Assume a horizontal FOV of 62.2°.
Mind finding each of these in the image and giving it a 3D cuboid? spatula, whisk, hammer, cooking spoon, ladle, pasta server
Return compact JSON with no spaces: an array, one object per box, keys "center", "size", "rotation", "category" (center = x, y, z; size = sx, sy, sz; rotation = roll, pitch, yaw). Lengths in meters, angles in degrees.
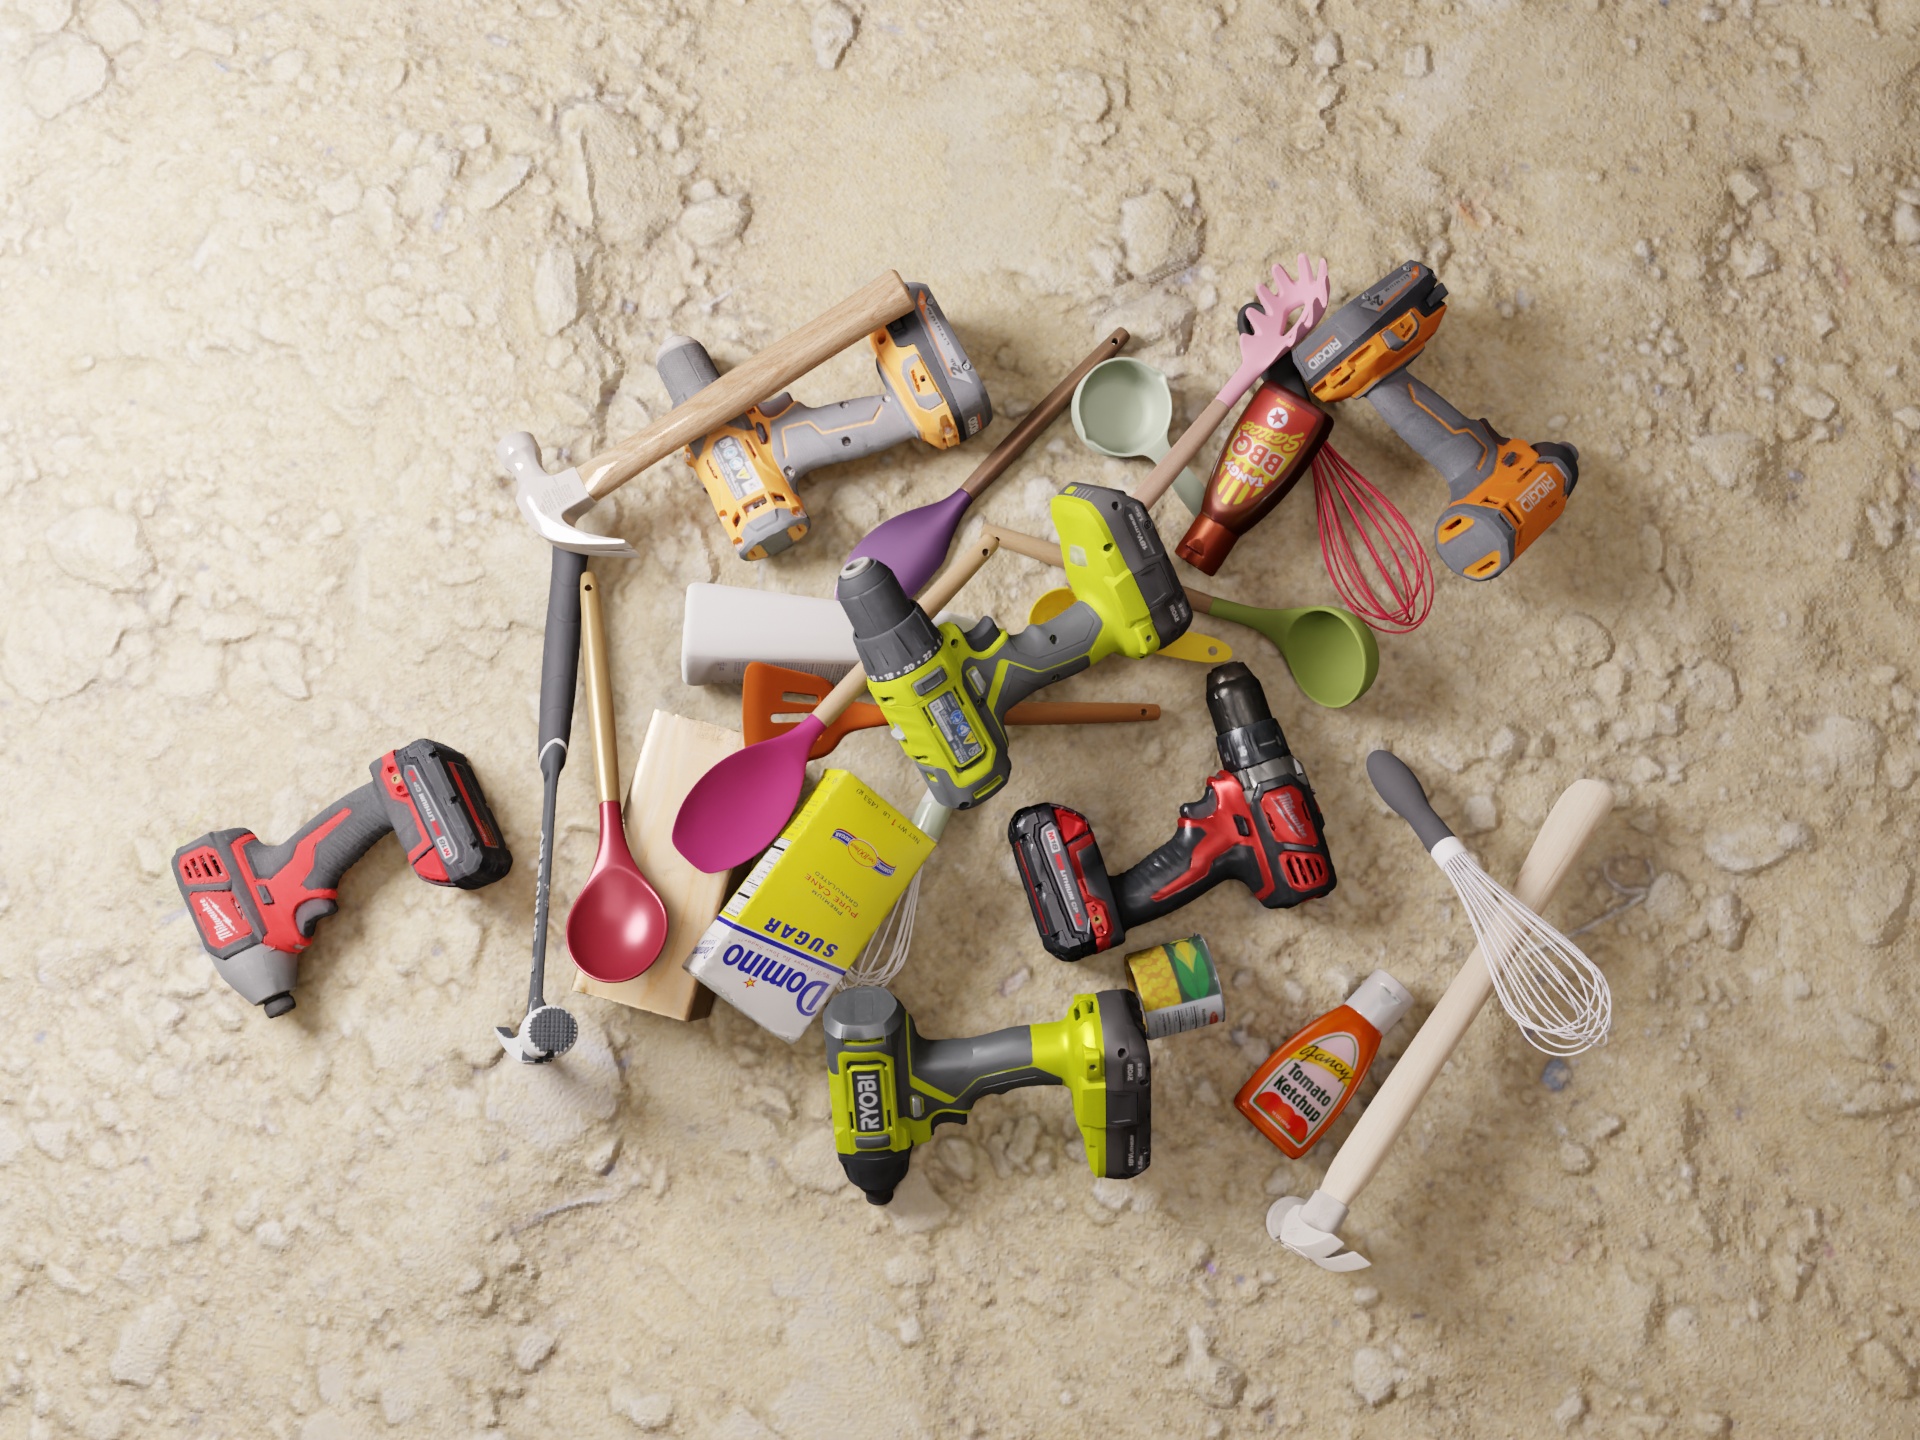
[{"center":[0.021,-0.197,1.247],"size":[0.060,0.018,0.316],"rotation":[44,84,0],"category":"spatula"},{"center":[-0.032,0.093,1.192],"size":[0.059,0.058,0.246],"rotation":[32,76,-31],"category":"whisk"},{"center":[-0.180,-0.232,1.180],"size":[0.331,0.031,0.130],"rotation":[-31,73,4],"category":"hammer"},{"center":[0.359,0.211,1.142],"size":[0.038,0.146,0.411],"rotation":[36,78,3],"category":"hammer"},{"center":[-0.082,-0.018,1.129],"size":[0.319,0.017,0.068],"rotation":[-47,109,-10],"category":"cooking spoon"},{"center":[0.284,-0.199,1.234],"size":[0.073,0.073,0.296],"rotation":[-22,76,-4],"category":"whisk"},{"center":[0.164,-0.090,1.216],"size":[0.320,0.078,0.062],"rotation":[19,39,6],"category":"ladle"},{"center":[-0.251,0.035,1.122],"size":[0.069,0.031,0.316],"rotation":[-7,67,-8],"category":"ladle"},{"center":[-0.002,-0.004,1.176],"size":[0.322,0.041,0.081],"rotation":[-1,89,-14],"category":"spatula"},{"center":[0.363,0.118,1.125],"size":[0.070,0.070,0.285],"rotation":[-24,47,-4],"category":"whisk"},{"center":[-0.301,0.047,1.170],"size":[0.036,0.149,0.409],"rotation":[8,71,-24],"category":"hammer"},{"center":[0.180,-0.225,1.214],"size":[0.316,0.040,0.060],"rotation":[-50,44,-6],"category":"pasta server"}]

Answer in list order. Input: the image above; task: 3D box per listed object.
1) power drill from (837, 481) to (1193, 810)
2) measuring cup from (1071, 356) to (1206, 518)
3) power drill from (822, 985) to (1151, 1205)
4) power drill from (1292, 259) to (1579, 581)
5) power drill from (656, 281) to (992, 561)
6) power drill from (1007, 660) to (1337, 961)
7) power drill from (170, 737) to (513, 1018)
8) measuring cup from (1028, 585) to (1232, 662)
[{"center":[0.035,-0.071,1.123],"size":[0.228,0.080,0.190],"rotation":[-34,114,-14],"category":"power drill"},{"center":[0.152,-0.209,1.248],"size":[0.083,0.038,0.167],"rotation":[-41,101,-5],"category":"measuring cup"},{"center":[0.019,0.269,1.133],"size":[0.223,0.080,0.171],"rotation":[-3,115,0],"category":"power drill"},{"center":[0.376,-0.233,1.214],"size":[0.164,0.084,0.226],"rotation":[-38,89,-33],"category":"power drill"},{"center":[-0.112,-0.251,1.226],"size":[0.226,0.084,0.185],"rotation":[-28,81,0],"category":"power drill"},{"center":[0.152,0.070,1.183],"size":[0.226,0.080,0.188],"rotation":[-17,83,-6],"category":"power drill"},{"center":[-0.454,0.115,1.169],"size":[0.219,0.078,0.143],"rotation":[-26,83,-2],"category":"power drill"},{"center":[0.129,-0.062,1.217],"size":[0.156,0.029,0.062],"rotation":[11,79,6],"category":"measuring cup"}]
